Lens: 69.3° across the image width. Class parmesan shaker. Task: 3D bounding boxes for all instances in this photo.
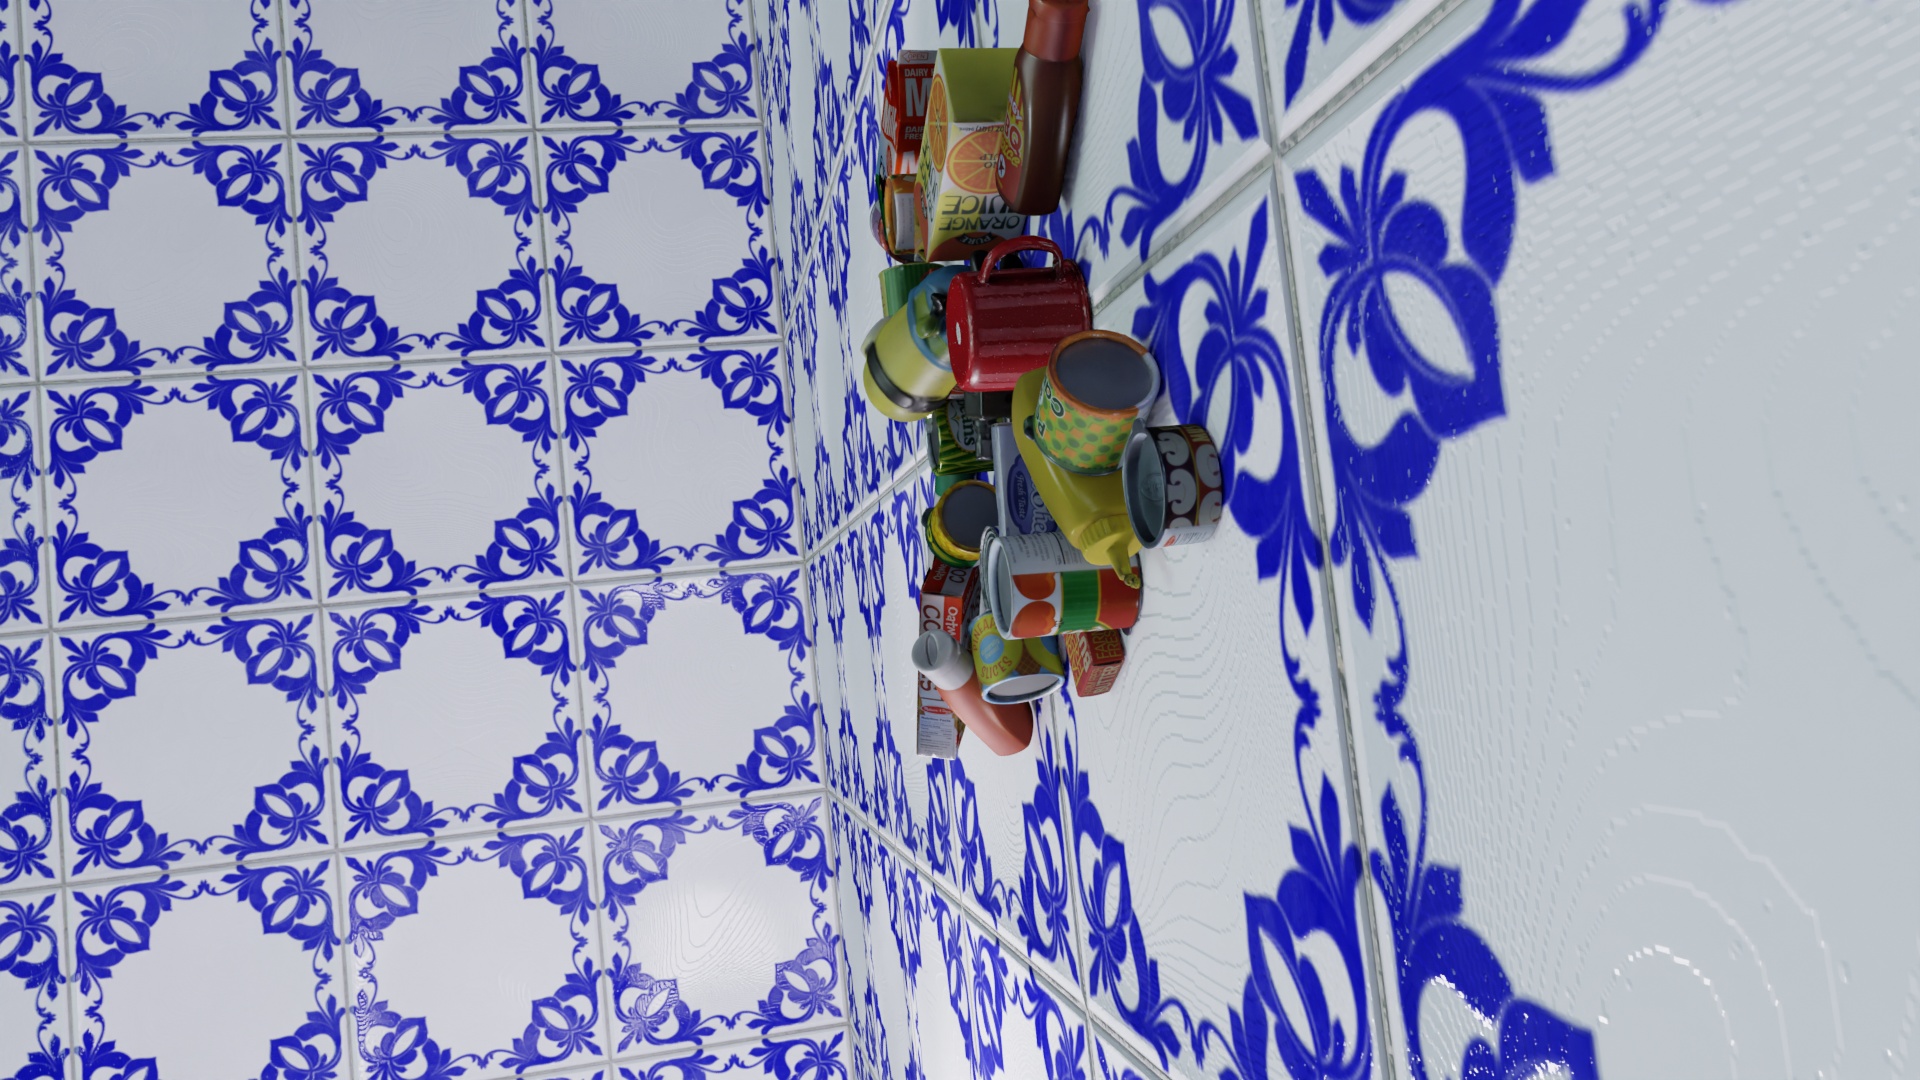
[{"bbox_3d":[-0.040,-0.209,1.340,0.071,0.071,0.103,152,111,-77],"label":"parmesan shaker"}]

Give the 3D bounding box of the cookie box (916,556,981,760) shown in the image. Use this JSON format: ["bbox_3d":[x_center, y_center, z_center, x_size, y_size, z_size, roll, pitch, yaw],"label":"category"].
[{"bbox_3d":[-0.010,0.093,1.260,0.123,0.040,0.166,-69,-17,-64],"label":"cookie box"}]

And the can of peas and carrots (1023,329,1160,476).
[{"bbox_3d":[0.076,-0.081,0.813,0.058,0.071,0.071,103,159,-55],"label":"can of peas and carrots"}]

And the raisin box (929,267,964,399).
[{"bbox_3d":[-0.004,-0.171,1.242,0.086,0.040,0.122,-108,16,-48],"label":"raisin box"}]

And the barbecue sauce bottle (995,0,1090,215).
[{"bbox_3d":[0.054,-0.288,0.903,0.147,0.044,0.065,100,161,-49],"label":"barbecue sauce bottle"}]

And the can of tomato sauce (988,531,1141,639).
[{"bbox_3d":[0.065,0.029,0.883,0.071,0.083,0.071,177,88,-78],"label":"can of tomato sauce"}]

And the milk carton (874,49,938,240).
[{"bbox_3d":[-0.028,-0.350,1.200,0.189,0.072,0.074,107,156,-60],"label":"milk carton"}]

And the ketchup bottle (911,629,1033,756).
[{"bbox_3d":[0.011,0.118,1.111,0.148,0.043,0.065,48,-154,-49],"label":"ketchup bottle"}]

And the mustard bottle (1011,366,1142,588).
[{"bbox_3d":[0.078,-0.035,0.849,0.048,0.065,0.161,99,158,-57],"label":"mustard bottle"}]

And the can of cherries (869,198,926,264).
[{"bbox_3d":[-0.049,-0.302,1.345,0.058,0.071,0.071,-122,29,-63],"label":"can of cherries"}]

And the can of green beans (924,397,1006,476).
[{"bbox_3d":[0.004,-0.090,1.192,0.071,0.058,0.071,177,88,-78],"label":"can of green beans"}]

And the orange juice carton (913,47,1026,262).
[{"bbox_3d":[0.010,-0.273,1.049,0.191,0.072,0.073,107,156,-60],"label":"orange juice carton"}]

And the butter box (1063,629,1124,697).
[{"bbox_3d":[0.084,0.050,0.945,0.052,0.024,0.104,102,159,-57],"label":"butter box"}]

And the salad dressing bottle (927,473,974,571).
[{"bbox_3d":[-0.007,-0.014,1.315,0.064,0.044,0.147,-127,34,-57],"label":"salad dressing bottle"}]

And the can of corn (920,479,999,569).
[{"bbox_3d":[0.004,-0.015,1.191,0.058,0.071,0.071,127,136,-71],"label":"can of corn"}]

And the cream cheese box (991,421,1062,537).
[{"bbox_3d":[0.052,-0.034,0.993,0.024,0.053,0.103,-161,67,-79],"label":"cream cheese box"}]

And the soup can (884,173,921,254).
[{"bbox_3d":[-0.017,-0.273,1.153,0.071,0.084,0.071,177,88,-79],"label":"soup can"}]

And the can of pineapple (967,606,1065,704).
[{"bbox_3d":[0.041,0.086,1.058,0.070,0.071,0.058,108,153,-62],"label":"can of pineapple"}]

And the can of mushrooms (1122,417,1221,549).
[{"bbox_3d":[0.113,-0.032,0.748,0.071,0.033,0.071,177,88,-79],"label":"can of mushrooms"}]
